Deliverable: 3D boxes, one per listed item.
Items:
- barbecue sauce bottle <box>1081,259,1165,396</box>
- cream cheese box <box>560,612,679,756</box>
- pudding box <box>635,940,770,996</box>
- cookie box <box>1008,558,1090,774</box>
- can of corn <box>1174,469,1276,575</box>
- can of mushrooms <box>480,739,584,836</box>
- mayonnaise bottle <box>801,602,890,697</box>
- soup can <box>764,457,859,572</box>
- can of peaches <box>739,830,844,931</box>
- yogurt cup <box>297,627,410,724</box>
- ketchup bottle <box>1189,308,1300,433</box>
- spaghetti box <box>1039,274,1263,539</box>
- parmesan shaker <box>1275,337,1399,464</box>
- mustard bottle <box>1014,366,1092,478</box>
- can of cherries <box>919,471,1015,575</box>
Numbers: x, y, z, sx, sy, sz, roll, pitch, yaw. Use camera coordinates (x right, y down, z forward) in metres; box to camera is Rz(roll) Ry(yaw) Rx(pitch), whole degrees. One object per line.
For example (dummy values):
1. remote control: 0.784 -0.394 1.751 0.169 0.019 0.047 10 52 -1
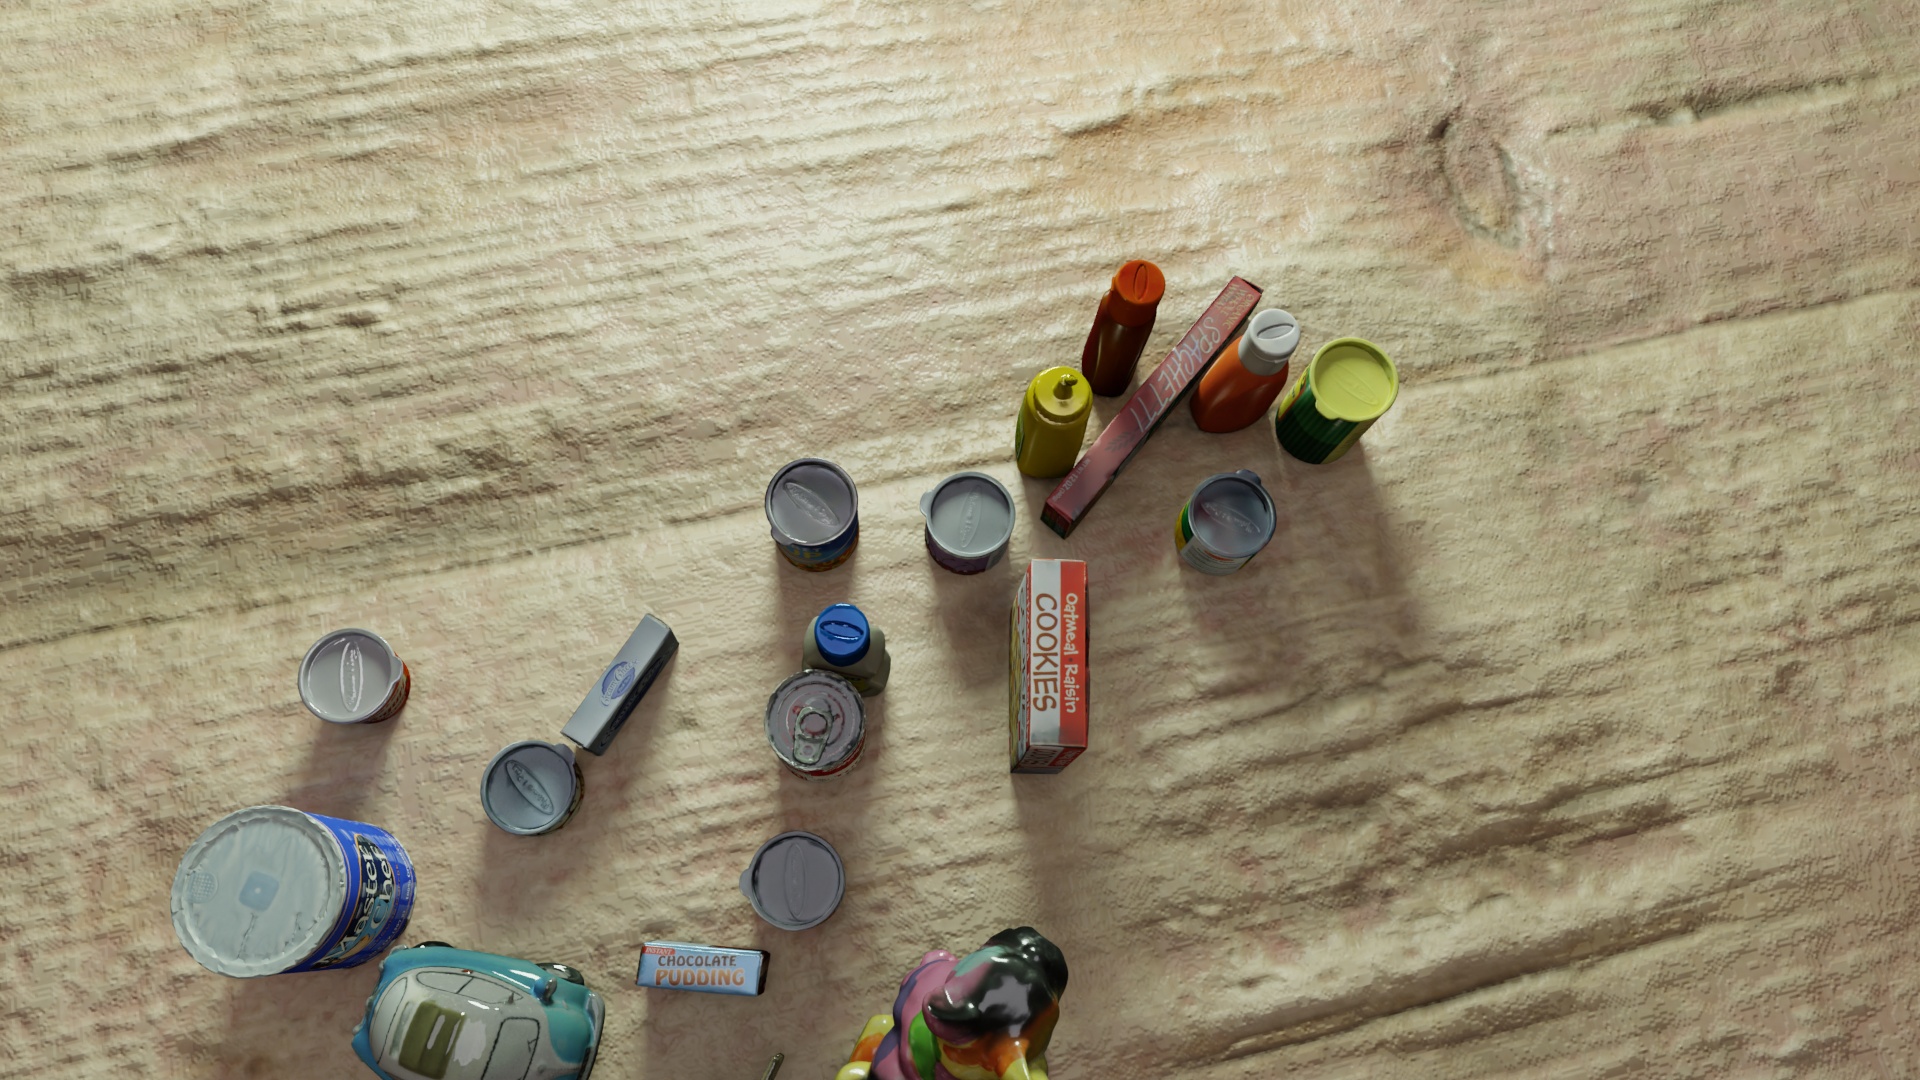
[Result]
1. barbecue sauce bottle: 0.122 -0.162 1.046 0.044 0.148 0.065 10 74 0
2. cream cheese box: -0.243 0.105 0.999 0.024 0.053 0.104 32 75 6
3. pudding box: -0.175 0.293 0.951 0.084 0.049 0.030 6 74 -1
4. cookie box: 0.060 0.092 0.960 0.040 0.167 0.123 1 74 -3
5. can of corn: 0.201 -0.014 1.054 0.071 0.058 0.071 1 74 -3
6. can of mushrooms: -0.301 0.175 0.986 0.071 0.033 0.071 1 74 -3
7. mayonnaise bottle: -0.081 0.077 0.967 0.065 0.147 0.041 11 74 0
8. soup can: -0.110 -0.015 1.025 0.071 0.083 0.071 1 74 -3
9. can of peaches: -0.115 0.237 0.966 0.071 0.058 0.071 1 74 -3
10. yogurt cup: -0.428 0.100 0.990 0.072 0.053 0.072 1 74 -3
11. ketchup bottle: 0.217 -0.126 1.040 0.065 0.148 0.043 -17 76 -7
12. spaghetti box: 0.150 -0.106 1.082 0.029 0.050 0.251 38 76 7
13. parmesan shaker: 0.283 -0.103 1.061 0.071 0.103 0.071 1 75 -3
14. mustard bottle: 0.069 -0.093 1.017 0.049 0.159 0.065 4 74 -2
15. can of cherries: 0.004 -0.013 1.044 0.071 0.058 0.071 1 74 -3
